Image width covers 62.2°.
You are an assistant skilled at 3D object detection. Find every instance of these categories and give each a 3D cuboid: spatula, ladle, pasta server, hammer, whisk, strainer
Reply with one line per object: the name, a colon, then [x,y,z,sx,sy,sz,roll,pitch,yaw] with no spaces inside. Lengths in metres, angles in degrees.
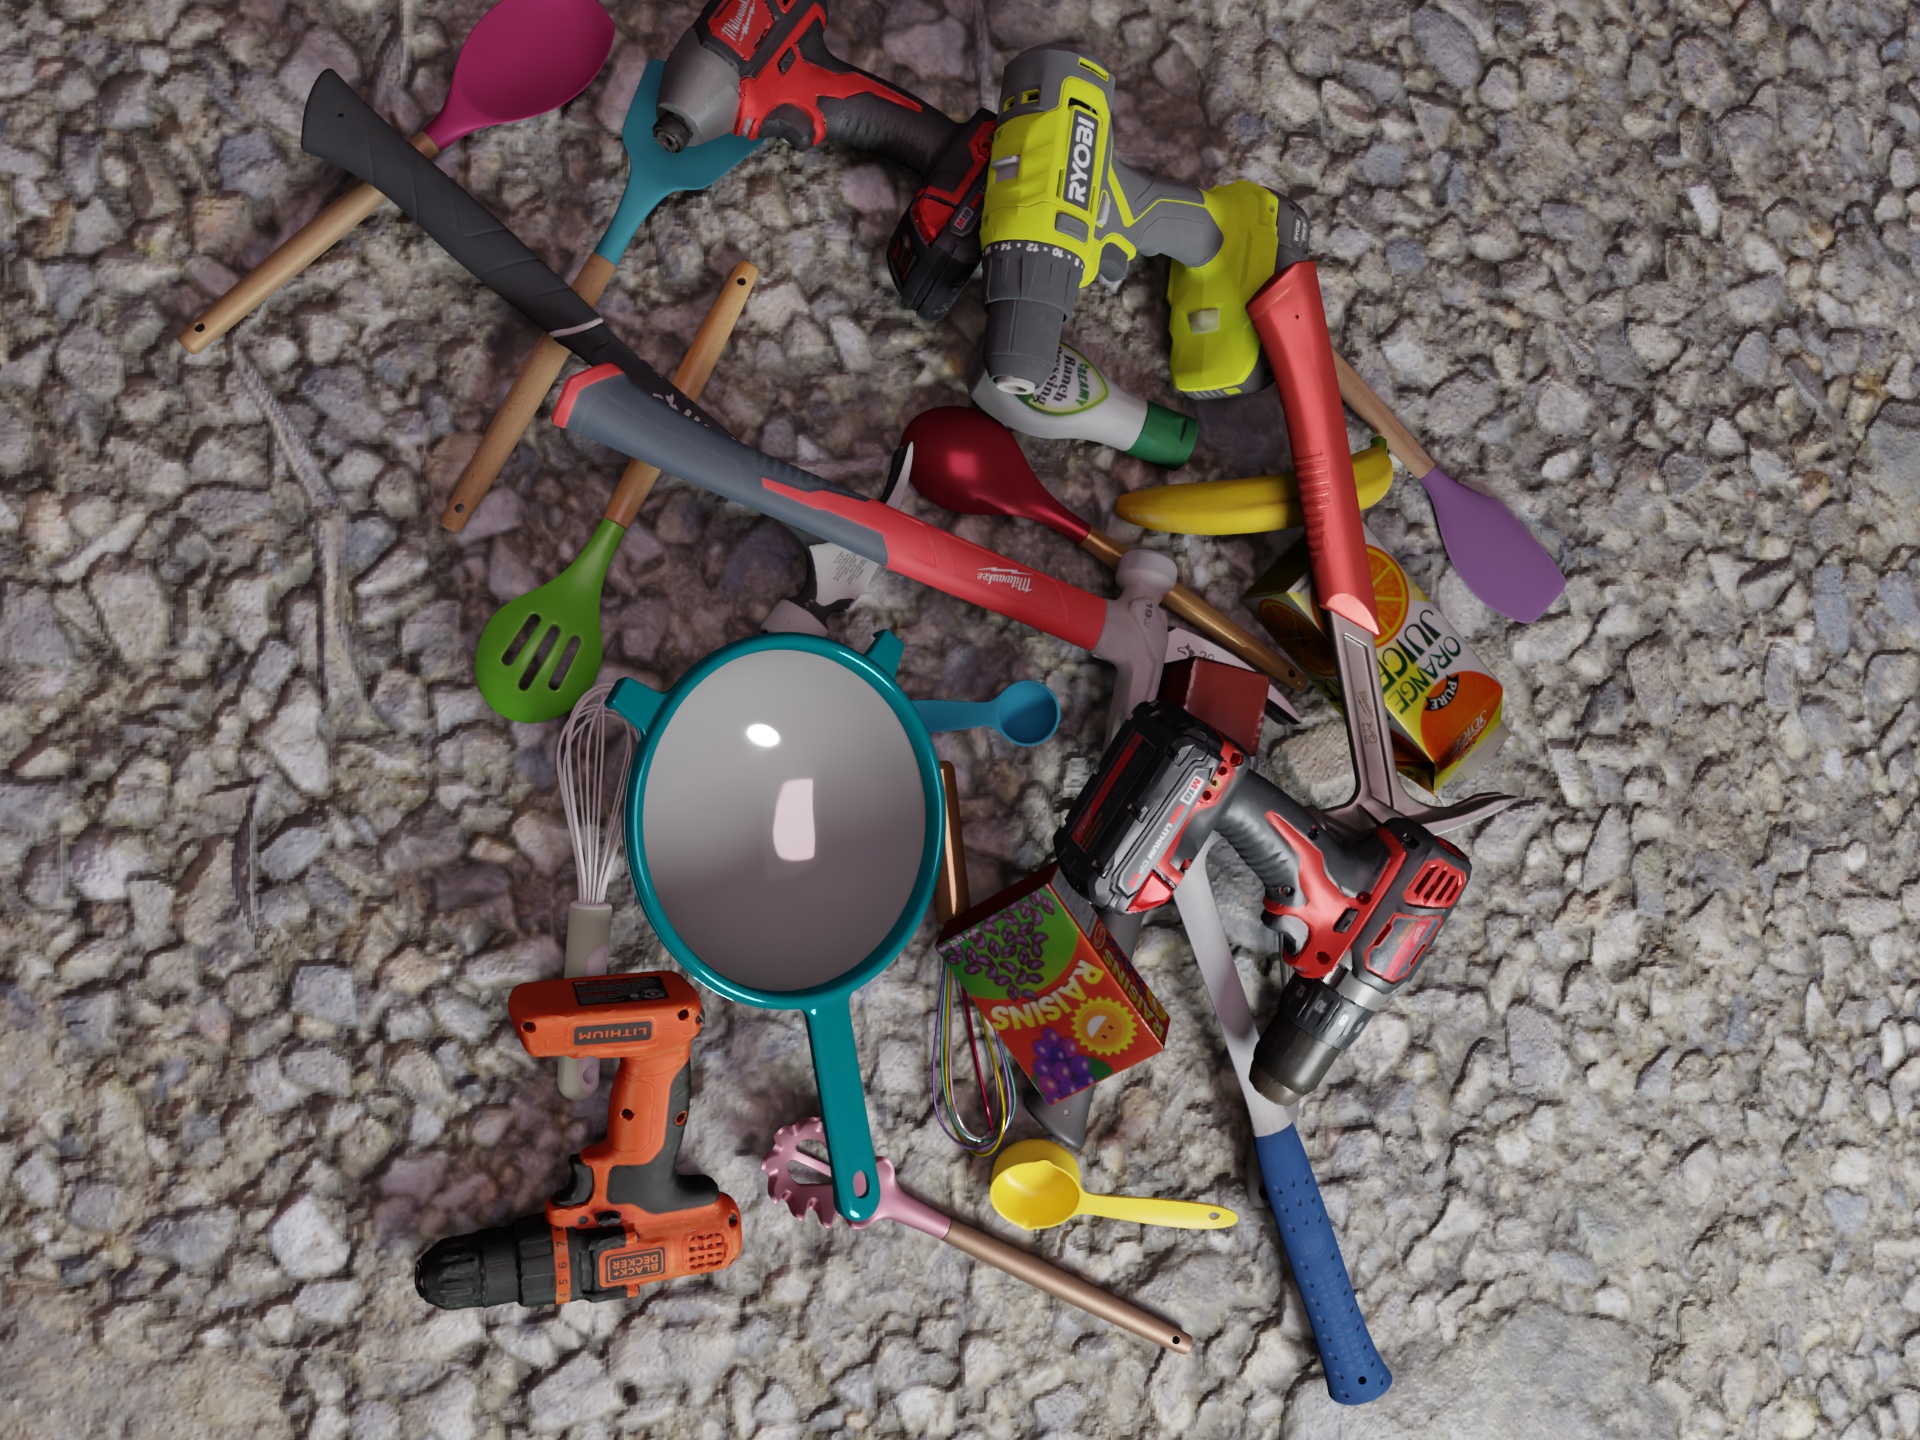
spatula: [0.299,-0.187,1.084,0.060,0.018,0.316,-45,100,-5]
ladle: [0.100,-0.104,1.028,0.315,0.031,0.069,32,79,-13]
pasta server: [0.016,0.328,0.988,0.316,0.040,0.060,30,77,-13]
spatula: [-0.225,-0.250,0.952,0.082,0.044,0.317,30,86,-13]
hammer: [-0.052,-0.096,0.924,0.386,0.038,0.143,21,68,-18]
hammer: [0.187,0.248,1.001,0.144,0.035,0.405,-21,99,-7]
whisk: [0.221,0.202,1.042,0.055,0.055,0.239,12,90,-14]
strainer: [-0.107,0.120,0.928,0.211,0.095,0.340,-13,97,-39]
hammer: [0.112,0.108,1.020,0.146,0.035,0.335,18,84,-12]
hammer: [-0.202,-0.217,0.919,0.408,0.036,0.149,40,77,-16]
hammer: [0.242,-0.100,0.977,0.149,0.037,0.359,-12,96,-8]
whisk: [-0.215,0.101,0.933,0.059,0.057,0.246,5,92,26]
whisk: [0.002,0.147,0.988,0.051,0.047,0.245,-5,87,-13]

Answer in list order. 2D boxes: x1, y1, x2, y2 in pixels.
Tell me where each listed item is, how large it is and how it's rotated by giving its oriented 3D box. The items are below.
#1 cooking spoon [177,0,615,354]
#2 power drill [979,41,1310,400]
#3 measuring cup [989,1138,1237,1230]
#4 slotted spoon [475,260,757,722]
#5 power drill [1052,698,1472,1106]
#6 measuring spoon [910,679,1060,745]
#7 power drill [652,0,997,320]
cooking spoon: [-0.329,-0.322,0.929,0.319,0.017,0.068,-45,98,-12]
power drill: [0.104,-0.272,0.958,0.228,0.080,0.190,10,87,-40]
measuring cup: [0.096,0.294,0.995,0.156,0.029,0.062,9,120,-4]
slotted spoon: [-0.197,-0.141,0.954,0.070,0.031,0.314,28,81,-15]
power drill: [0.166,0.110,0.923,0.226,0.080,0.188,29,98,-18]
measuring spoon: [-0.002,-0.003,1.007,0.128,0.021,0.042,-2,88,-5]
power drill: [-0.072,-0.350,0.958,0.219,0.078,0.143,34,69,-8]
